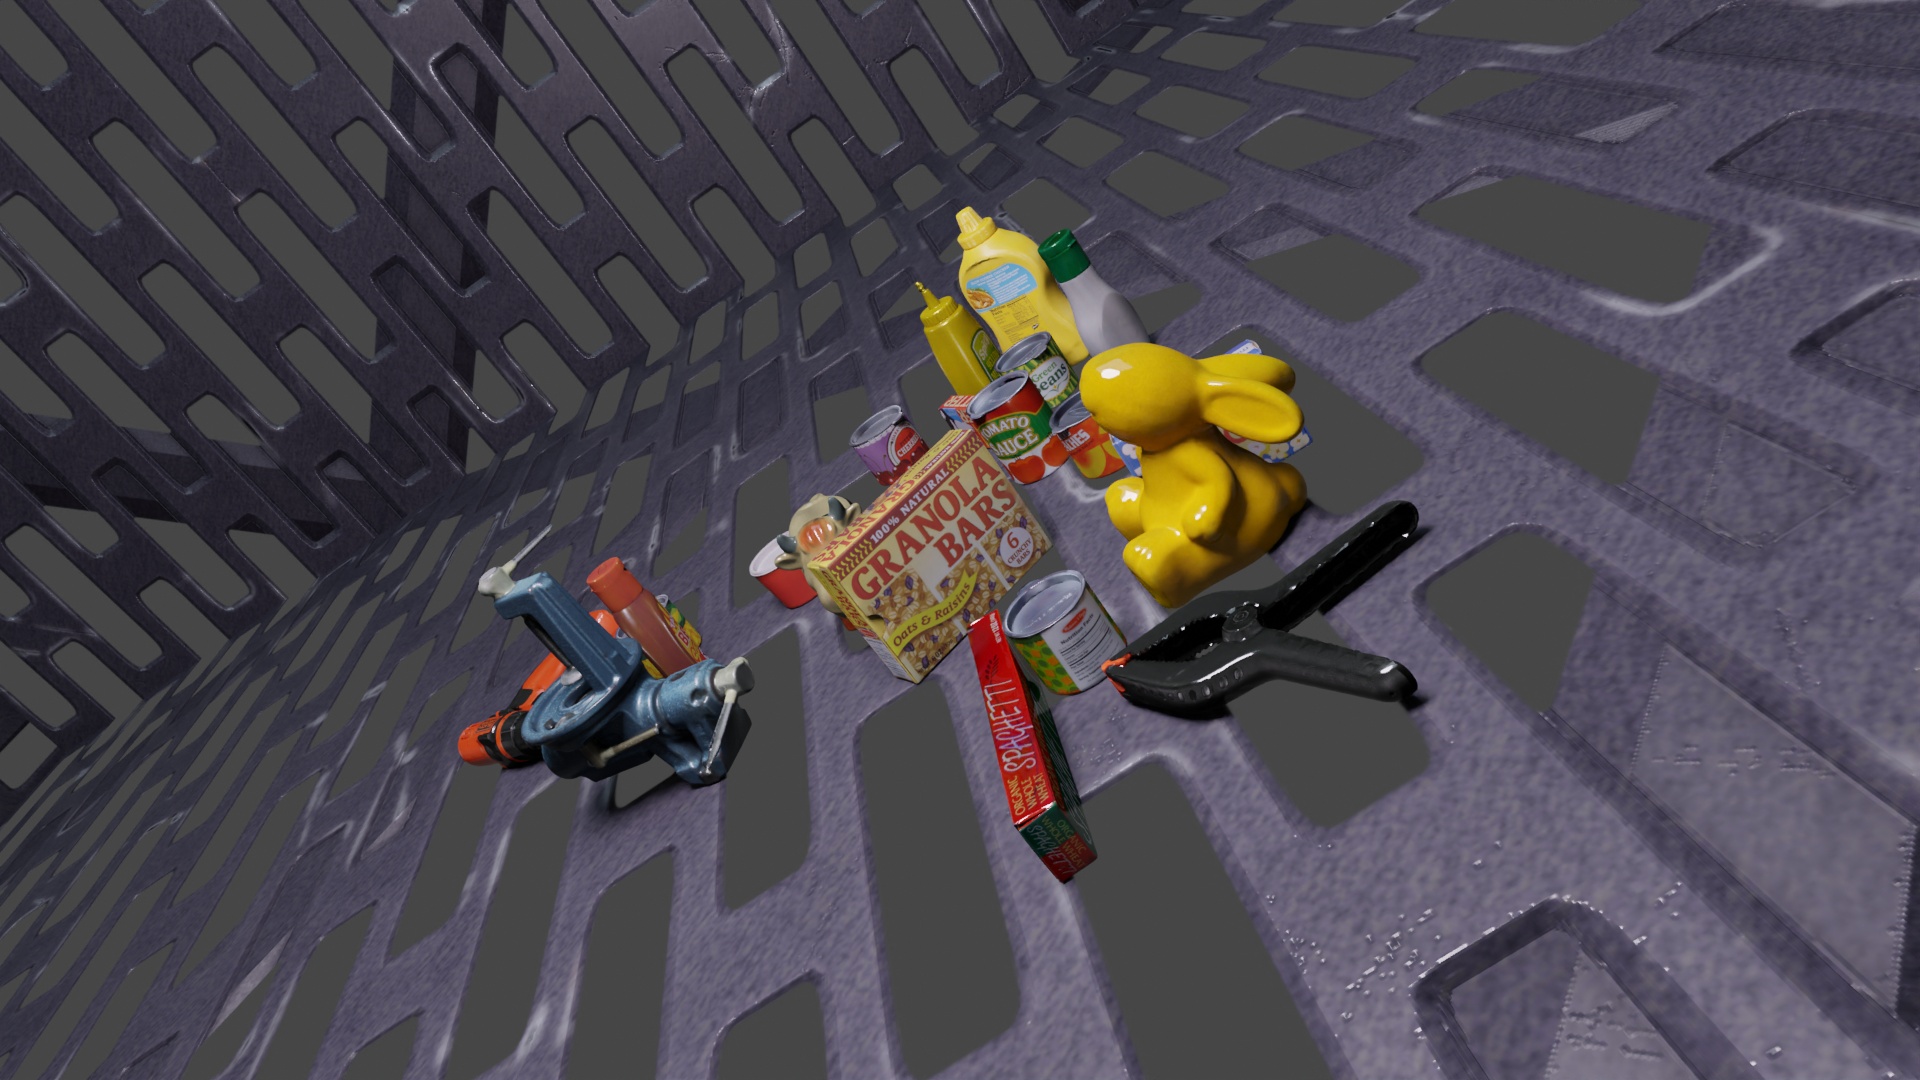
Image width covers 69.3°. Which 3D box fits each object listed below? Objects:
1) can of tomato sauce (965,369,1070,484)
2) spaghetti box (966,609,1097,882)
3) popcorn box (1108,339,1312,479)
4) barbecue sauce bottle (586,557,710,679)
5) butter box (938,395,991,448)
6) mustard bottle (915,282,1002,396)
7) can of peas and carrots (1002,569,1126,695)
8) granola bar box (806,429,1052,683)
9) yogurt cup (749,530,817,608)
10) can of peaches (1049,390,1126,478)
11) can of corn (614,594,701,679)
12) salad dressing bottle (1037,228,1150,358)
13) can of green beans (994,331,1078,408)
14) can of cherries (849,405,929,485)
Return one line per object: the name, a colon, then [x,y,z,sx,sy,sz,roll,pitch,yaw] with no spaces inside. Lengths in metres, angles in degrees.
can of tomato sauce: [0.054,-0.101,1.260,0.071,0.083,0.071,-30,23,14]
spaghetti box: [0.041,0.122,0.888,0.028,0.050,0.251,-33,23,8]
popcorn box: [0.185,-0.078,1.030,0.126,0.085,0.038,-32,23,9]
barbecue sauce bottle: [-0.289,0.082,1.300,0.044,0.148,0.065,-38,22,-4]
butter box: [0.024,-0.117,1.373,0.024,0.053,0.103,-45,24,-20]
mustard bottle: [0.001,-0.199,1.426,0.048,0.160,0.066,-20,28,35]
can of peas and carrots: [0.070,0.063,0.950,0.071,0.058,0.071,-30,23,14]
granola bar box: [-0.020,0.011,1.093,0.166,0.124,0.039,-45,24,-20]
yogurt cup: [-0.163,0.029,1.349,0.072,0.054,0.073,-30,23,14]
can of peaches: [0.117,-0.093,1.188,0.071,0.058,0.071,-30,23,14]
can of corn: [-0.306,0.100,1.406,0.071,0.058,0.071,-30,23,14]
salad dressing bottle: [0.126,-0.225,1.317,0.044,0.147,0.064,-6,37,51]
can of green beans: [0.076,-0.166,1.389,0.071,0.057,0.071,-30,23,14]
can of cherries: [-0.073,-0.100,1.469,0.071,0.058,0.072,-30,23,14]
